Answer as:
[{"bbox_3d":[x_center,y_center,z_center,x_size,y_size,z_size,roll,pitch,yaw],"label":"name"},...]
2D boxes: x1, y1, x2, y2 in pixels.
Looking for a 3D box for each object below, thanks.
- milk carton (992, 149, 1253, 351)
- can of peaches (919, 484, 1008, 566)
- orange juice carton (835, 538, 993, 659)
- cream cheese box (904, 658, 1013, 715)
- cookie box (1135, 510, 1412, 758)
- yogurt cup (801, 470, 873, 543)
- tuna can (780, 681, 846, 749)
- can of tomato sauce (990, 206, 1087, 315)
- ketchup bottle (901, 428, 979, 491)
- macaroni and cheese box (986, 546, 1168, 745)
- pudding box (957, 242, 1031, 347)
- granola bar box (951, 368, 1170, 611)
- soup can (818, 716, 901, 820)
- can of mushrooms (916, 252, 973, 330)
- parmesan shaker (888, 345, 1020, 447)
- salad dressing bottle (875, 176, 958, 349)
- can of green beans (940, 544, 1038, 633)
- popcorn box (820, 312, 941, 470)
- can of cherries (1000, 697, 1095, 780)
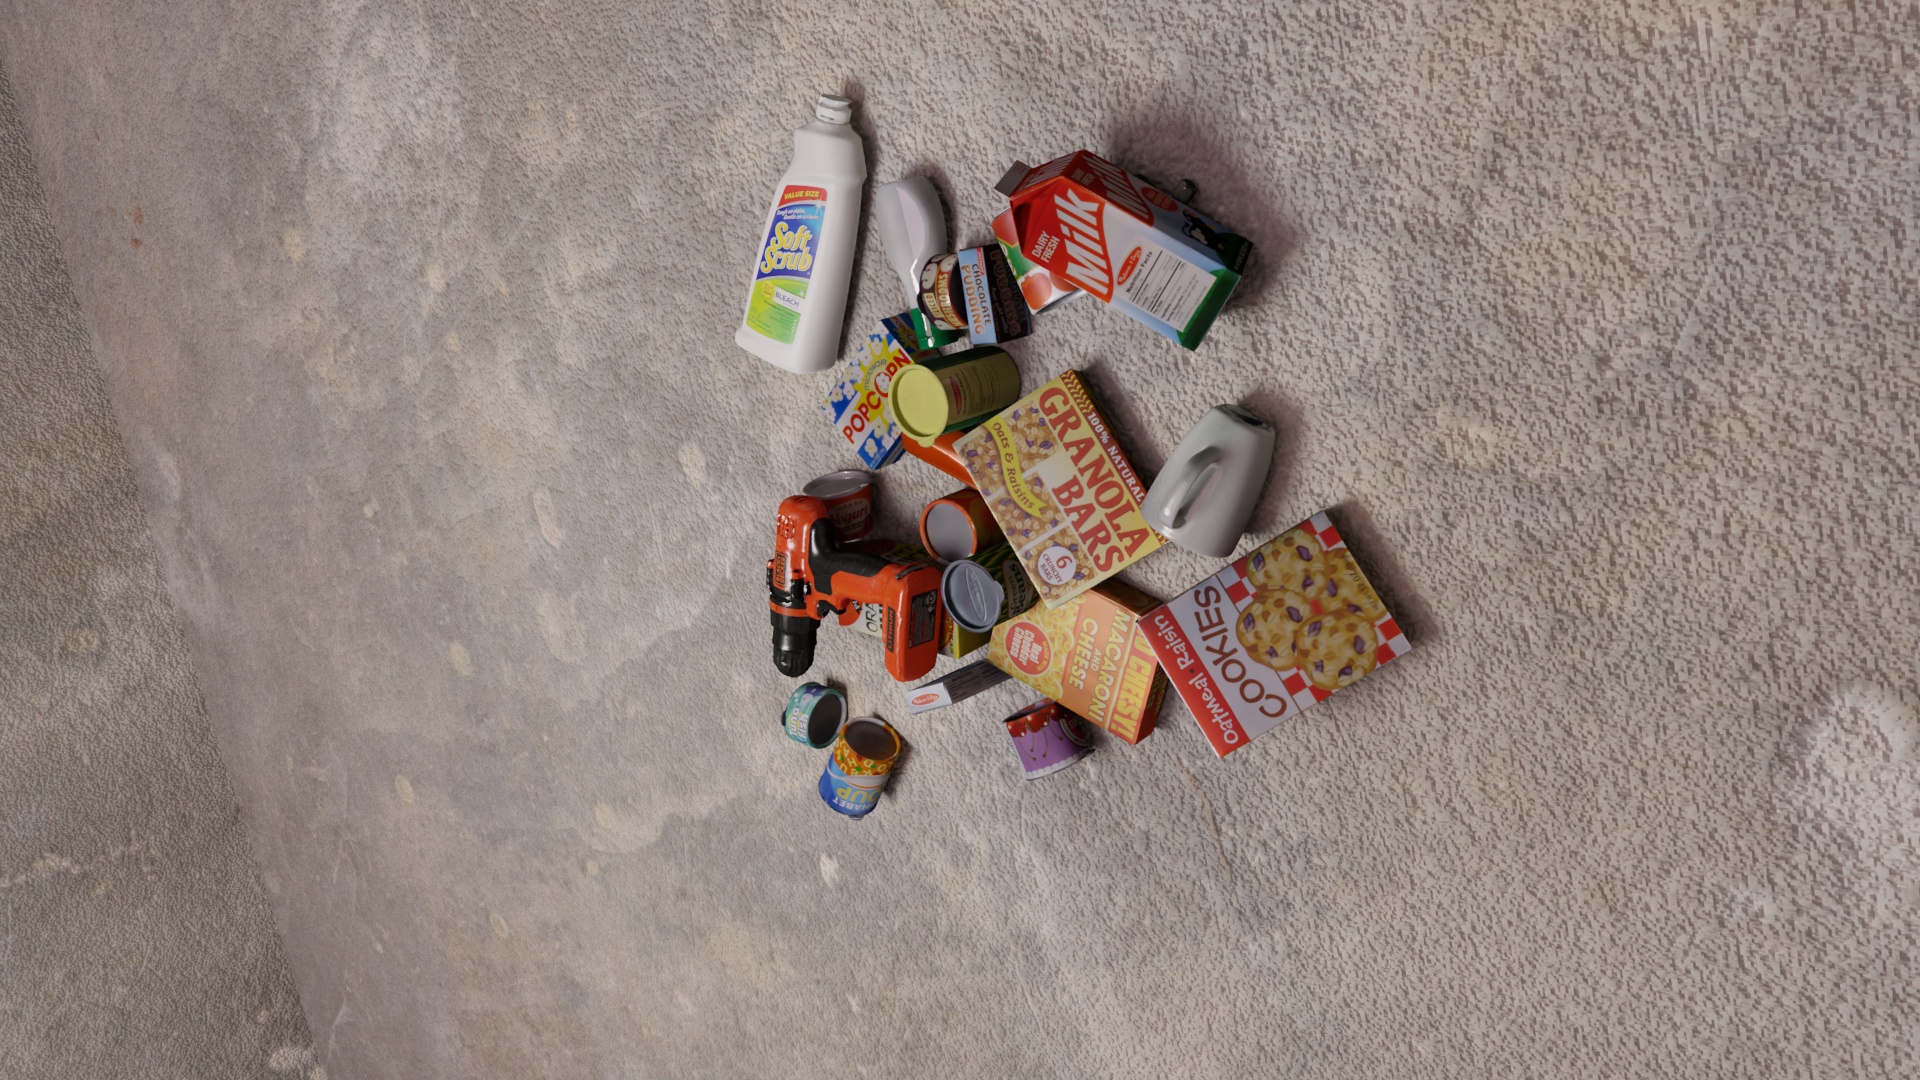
[{"bbox_3d":[0.116,-0.229,1.045,0.190,0.073,0.073,29,126,0],"label":"milk carton"},{"bbox_3d":[0.005,-0.016,1.268,0.071,0.058,0.071,15,116,35],"label":"can of peaches"},{"bbox_3d":[-0.055,0.050,1.331,0.193,0.073,0.071,12,113,37],"label":"orange juice carton"},{"bbox_3d":[0.002,0.133,1.293,0.053,0.104,0.024,-19,90,41],"label":"cream cheese box"},{"bbox_3d":[0.237,0.072,1.065,0.167,0.040,0.123,-32,84,8],"label":"cookie box"},{"bbox_3d":[-0.117,-0.032,1.360,0.072,0.073,0.053,7,118,38],"label":"yogurt cup"},{"bbox_3d":[-0.154,0.185,1.464,0.033,0.071,0.070,15,115,34],"label":"tuna can"},{"bbox_3d":[0.069,-0.234,1.130,0.071,0.071,0.083,-25,90,42],"label":"can of tomato sauce"},{"bbox_3d":[0.019,-0.067,1.239,0.149,0.064,0.043,30,83,19],"label":"ketchup bottle"},{"bbox_3d":[0.109,0.087,1.231,0.167,0.040,0.123,28,121,30],"label":"macaroni and cheese box"},{"bbox_3d":[0.029,-0.210,1.183,0.030,0.050,0.083,2,106,41],"label":"pudding box"},{"bbox_3d":[0.088,-0.043,1.170,0.124,0.039,0.165,-32,84,15],"label":"granola bar box"},{"bbox_3d":[-0.103,0.236,1.441,0.071,0.071,0.083,40,127,22],"label":"soup can"},{"bbox_3d":[-0.004,-0.214,1.195,0.033,0.071,0.071,2,107,38],"label":"can of mushrooms"},{"bbox_3d":[-0.004,-0.126,1.205,0.071,0.103,0.071,15,114,36],"label":"parmesan shaker"},{"bbox_3d":[-0.035,-0.245,1.229,0.064,0.044,0.147,-2,105,44],"label":"salad dressing bottle"},{"bbox_3d":[0.026,0.041,1.217,0.071,0.058,0.071,14,113,37],"label":"can of green beans"},{"bbox_3d":[-0.068,-0.137,1.297,0.085,0.038,0.126,52,130,14],"label":"popcorn box"},{"bbox_3d":[0.080,0.179,1.273,0.071,0.072,0.058,-25,88,42],"label":"can of cherries"}]
